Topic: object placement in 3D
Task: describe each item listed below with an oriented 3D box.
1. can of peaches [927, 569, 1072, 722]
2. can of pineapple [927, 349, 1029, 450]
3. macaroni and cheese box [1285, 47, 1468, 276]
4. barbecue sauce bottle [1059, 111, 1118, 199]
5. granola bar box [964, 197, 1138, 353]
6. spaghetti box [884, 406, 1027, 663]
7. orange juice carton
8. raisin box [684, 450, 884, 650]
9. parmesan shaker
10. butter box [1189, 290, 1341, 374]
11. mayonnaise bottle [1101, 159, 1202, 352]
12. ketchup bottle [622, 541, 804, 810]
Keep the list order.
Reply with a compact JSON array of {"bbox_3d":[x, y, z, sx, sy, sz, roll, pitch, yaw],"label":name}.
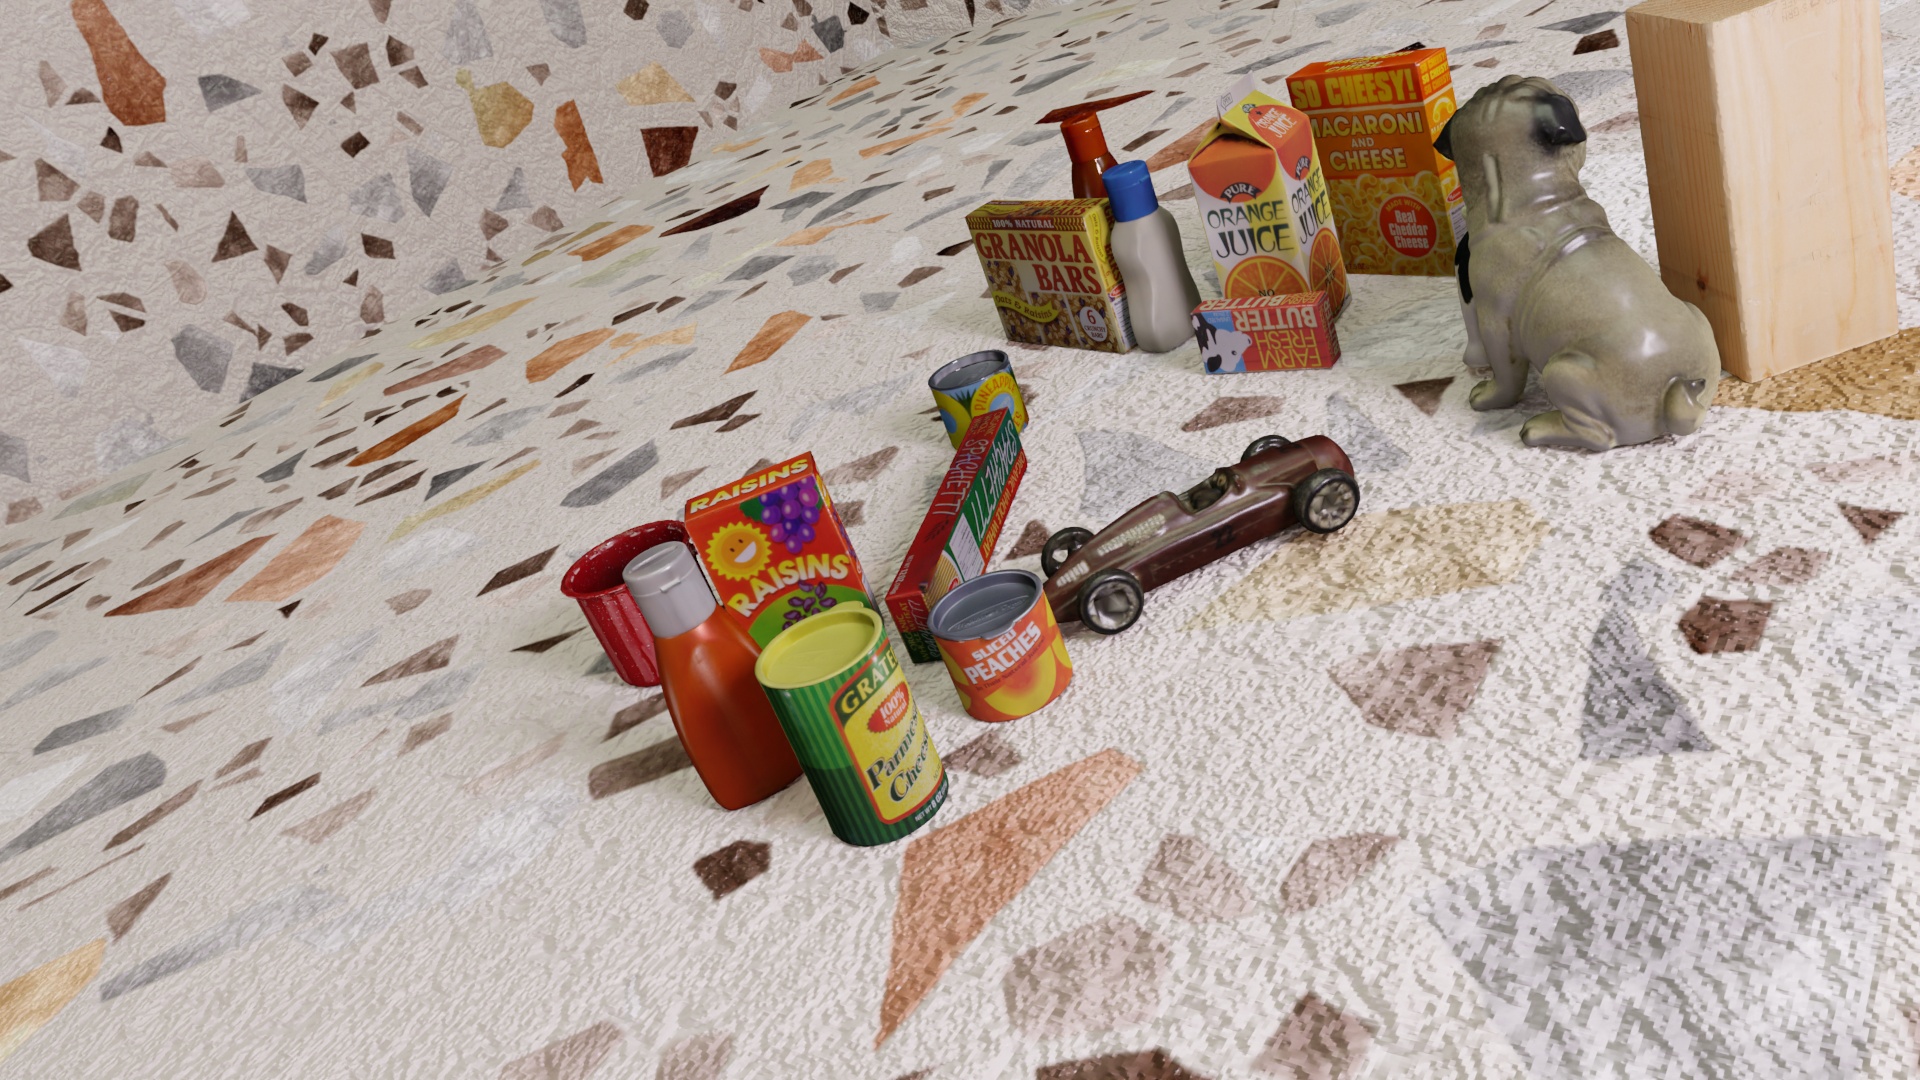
[{"bbox_3d":[0.023,0.058,0.759,0.071,0.058,0.071,-17,26,9],"label":"can of peaches"},{"bbox_3d":[0.016,-0.109,1.088,0.071,0.057,0.071,-17,26,9],"label":"can of pineapple"},{"bbox_3d":[0.328,-0.289,1.072,0.040,0.165,0.124,-35,29,-26],"label":"macaroni and cheese box"},{"bbox_3d":[0.134,-0.330,1.320,0.043,0.148,0.065,8,38,46],"label":"barbecue sauce bottle"},{"bbox_3d":[0.084,-0.229,1.192,0.039,0.123,0.165,-34,28,-25],"label":"granola bar box"},{"bbox_3d":[0.003,-0.012,0.918,0.028,0.050,0.251,-11,28,21],"label":"spaghetti box"},{"bbox_3d":[0.229,-0.248,1.039,0.073,0.192,0.072,0,33,38],"label":"orange juice carton"},{"bbox_3d":[-0.107,0.018,0.861,0.086,0.123,0.040,-21,25,1],"label":"raisin box"},{"bbox_3d":[-0.051,0.092,0.698,0.071,0.102,0.071,-17,26,9],"label":"parmesan shaker"},{"bbox_3d":[0.223,-0.151,1.016,0.103,0.053,0.024,2,35,40],"label":"butter box"},{"bbox_3d":[0.151,-0.228,1.110,0.065,0.147,0.041,-38,30,-30],"label":"mayonnaise bottle"},{"bbox_3d":[-0.133,0.072,0.748,0.065,0.148,0.043,-30,27,-16],"label":"ketchup bottle"}]
